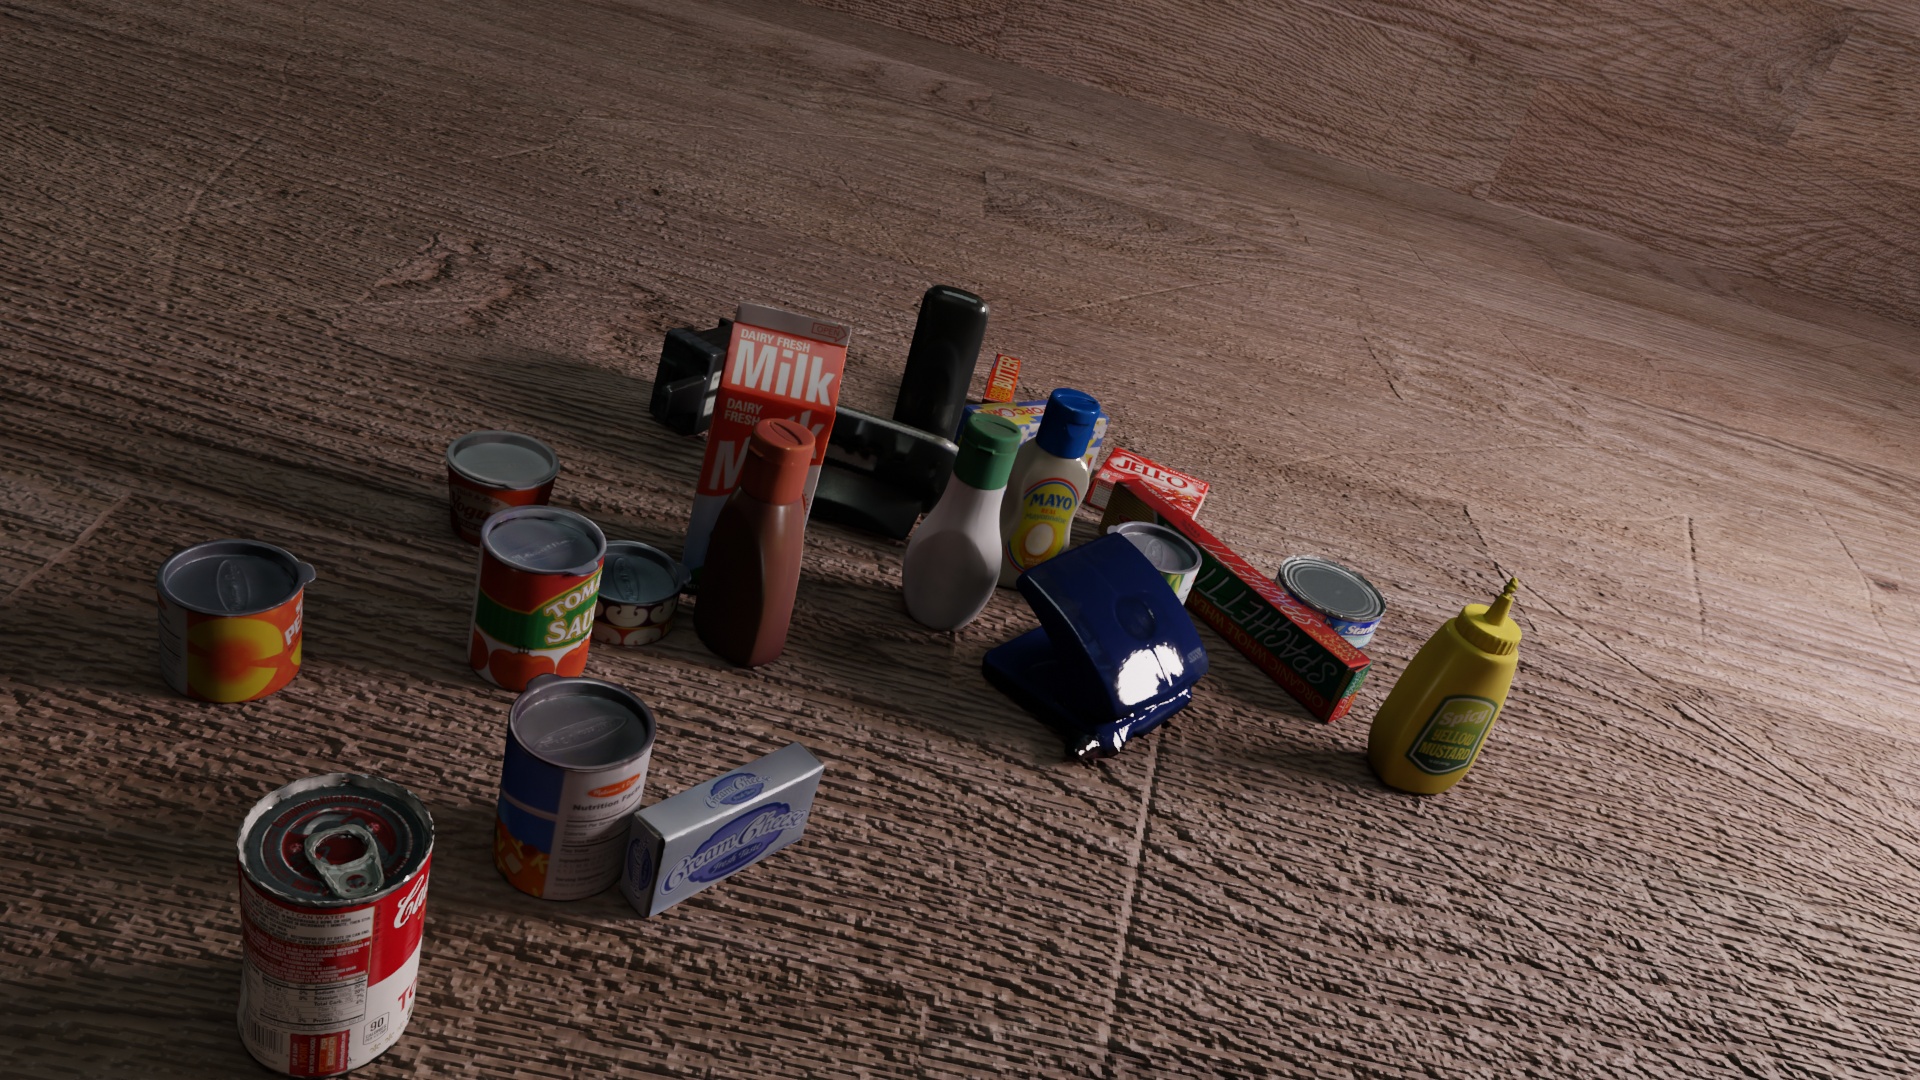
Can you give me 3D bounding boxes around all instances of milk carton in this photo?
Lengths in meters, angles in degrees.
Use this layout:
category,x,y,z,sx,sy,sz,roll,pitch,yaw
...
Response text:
category,x,y,z,sx,sy,sz,roll,pitch,yaw
milk carton,-0.124,-0.057,0.876,0.072,0.189,0.074,11,30,-11

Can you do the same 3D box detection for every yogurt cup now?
category,x,y,z,sx,sy,sz,roll,pitch,yaw
yogurt cup,-0.292,-0.031,0.880,0.072,0.053,0.073,13,29,-8

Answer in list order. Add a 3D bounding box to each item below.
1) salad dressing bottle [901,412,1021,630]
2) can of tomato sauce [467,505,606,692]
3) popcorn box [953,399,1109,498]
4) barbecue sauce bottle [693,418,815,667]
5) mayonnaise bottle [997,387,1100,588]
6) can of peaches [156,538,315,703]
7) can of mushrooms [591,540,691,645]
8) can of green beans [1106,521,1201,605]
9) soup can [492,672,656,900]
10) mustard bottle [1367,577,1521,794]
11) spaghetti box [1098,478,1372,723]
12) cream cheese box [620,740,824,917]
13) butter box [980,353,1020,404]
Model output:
category,x,y,z,sx,sy,sz,roll,pitch,yaw
salad dressing bottle,0.003,-0.011,0.911,0.064,0.147,0.044,20,29,4
can of tomato sauce,-0.235,0.033,0.772,0.071,0.082,0.071,13,29,-8
popcorn box,0.050,-0.065,1.090,0.127,0.084,0.038,-8,38,-38
barbecue sauce bottle,-0.120,0.000,0.824,0.044,0.147,0.065,-15,43,-44
mayonnaise bottle,0.059,-0.035,0.980,0.065,0.147,0.041,7,31,-18
can of peaches,-0.370,0.041,0.711,0.071,0.057,0.071,13,29,-8
can of mushrooms,-0.201,0.032,0.843,0.071,0.033,0.071,13,29,-8
can of green beans,0.133,0.028,1.005,0.071,0.057,0.071,13,29,-8
soup can,-0.185,0.116,0.658,0.071,0.083,0.072,13,29,-8
mustard bottle,0.319,0.091,0.893,0.065,0.159,0.049,9,30,-15
spaghetti box,0.197,0.039,1.029,0.029,0.050,0.251,-9,39,-39
cream cheese box,-0.116,0.141,0.683,0.024,0.053,0.104,36,34,29
butter box,0.030,-0.118,1.203,0.024,0.052,0.104,17,29,-1
